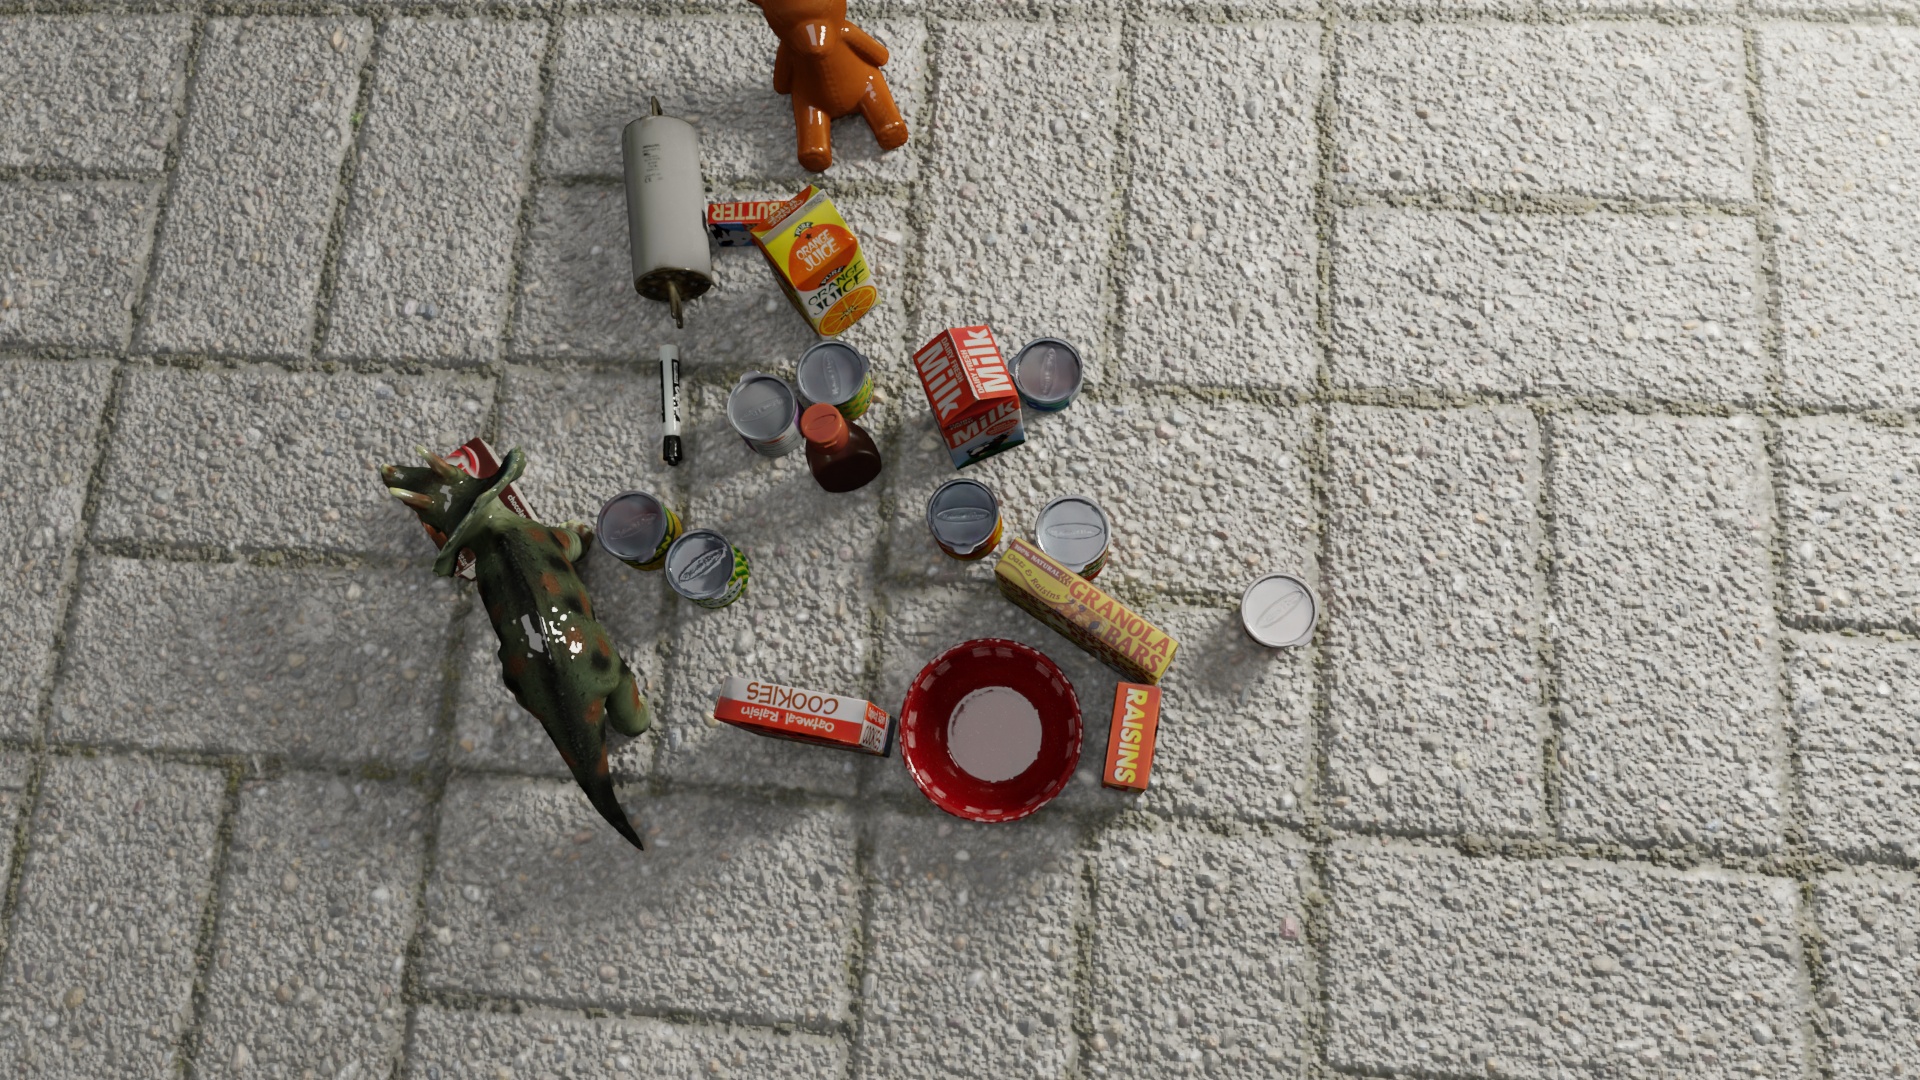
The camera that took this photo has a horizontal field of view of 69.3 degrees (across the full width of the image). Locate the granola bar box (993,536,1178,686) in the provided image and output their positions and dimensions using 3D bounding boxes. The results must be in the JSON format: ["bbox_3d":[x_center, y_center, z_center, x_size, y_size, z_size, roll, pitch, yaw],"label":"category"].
[{"bbox_3d":[0.110,0.067,1.214,0.166,0.124,0.039,34,82,12],"label":"granola bar box"}]

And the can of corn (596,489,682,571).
[{"bbox_3d":[-0.299,-0.006,1.302,0.071,0.058,0.071,-1,77,5],"label":"can of corn"}]

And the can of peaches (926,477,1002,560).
[{"bbox_3d":[0.005,-0.016,1.277,0.071,0.058,0.071,-1,77,5],"label":"can of peaches"}]

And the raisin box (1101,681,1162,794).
[{"bbox_3d":[0.145,0.171,1.186,0.040,0.123,0.086,9,78,7],"label":"raisin box"}]

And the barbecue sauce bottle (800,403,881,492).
[{"bbox_3d":[-0.112,-0.084,1.257,0.065,0.148,0.044,-22,76,0],"label":"barbecue sauce bottle"}]

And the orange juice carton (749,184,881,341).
[{"bbox_3d":[-0.135,-0.258,1.278,0.072,0.192,0.073,-38,77,-4],"label":"orange juice carton"}]

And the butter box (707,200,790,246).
[{"bbox_3d":[-0.193,-0.312,1.368,0.103,0.053,0.024,-1,77,5],"label":"butter box"}]

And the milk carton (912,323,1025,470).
[{"bbox_3d":[0.008,-0.130,1.236,0.073,0.190,0.072,-23,76,0],"label":"milk carton"}]

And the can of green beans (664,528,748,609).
[{"bbox_3d":[-0.234,0.027,1.289,0.071,0.057,0.071,-1,77,5],"label":"can of green beans"}]

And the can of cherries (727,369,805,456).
[{"bbox_3d":[-0.183,-0.121,1.319,0.071,0.058,0.071,-1,77,5],"label":"can of cherries"}]

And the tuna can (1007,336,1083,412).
[{"bbox_3d":[0.081,-0.157,1.317,0.071,0.032,0.071,-1,77,5],"label":"tuna can"}]

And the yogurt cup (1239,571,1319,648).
[{"bbox_3d":[0.281,0.065,1.235,0.072,0.054,0.072,-1,77,5],"label":"yogurt cup"}]

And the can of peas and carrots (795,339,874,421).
[{"bbox_3d":[-0.116,-0.151,1.320,0.071,0.058,0.071,-1,77,5],"label":"can of peas and carrots"}]

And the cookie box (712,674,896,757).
[{"bbox_3d":[-0.129,0.154,1.193,0.123,0.167,0.040,9,78,7],"label":"cookie box"}]

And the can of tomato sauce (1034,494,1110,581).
[{"bbox_3d":[0.102,0.003,1.251,0.071,0.083,0.071,-1,77,5],"label":"can of tomato sauce"}]
